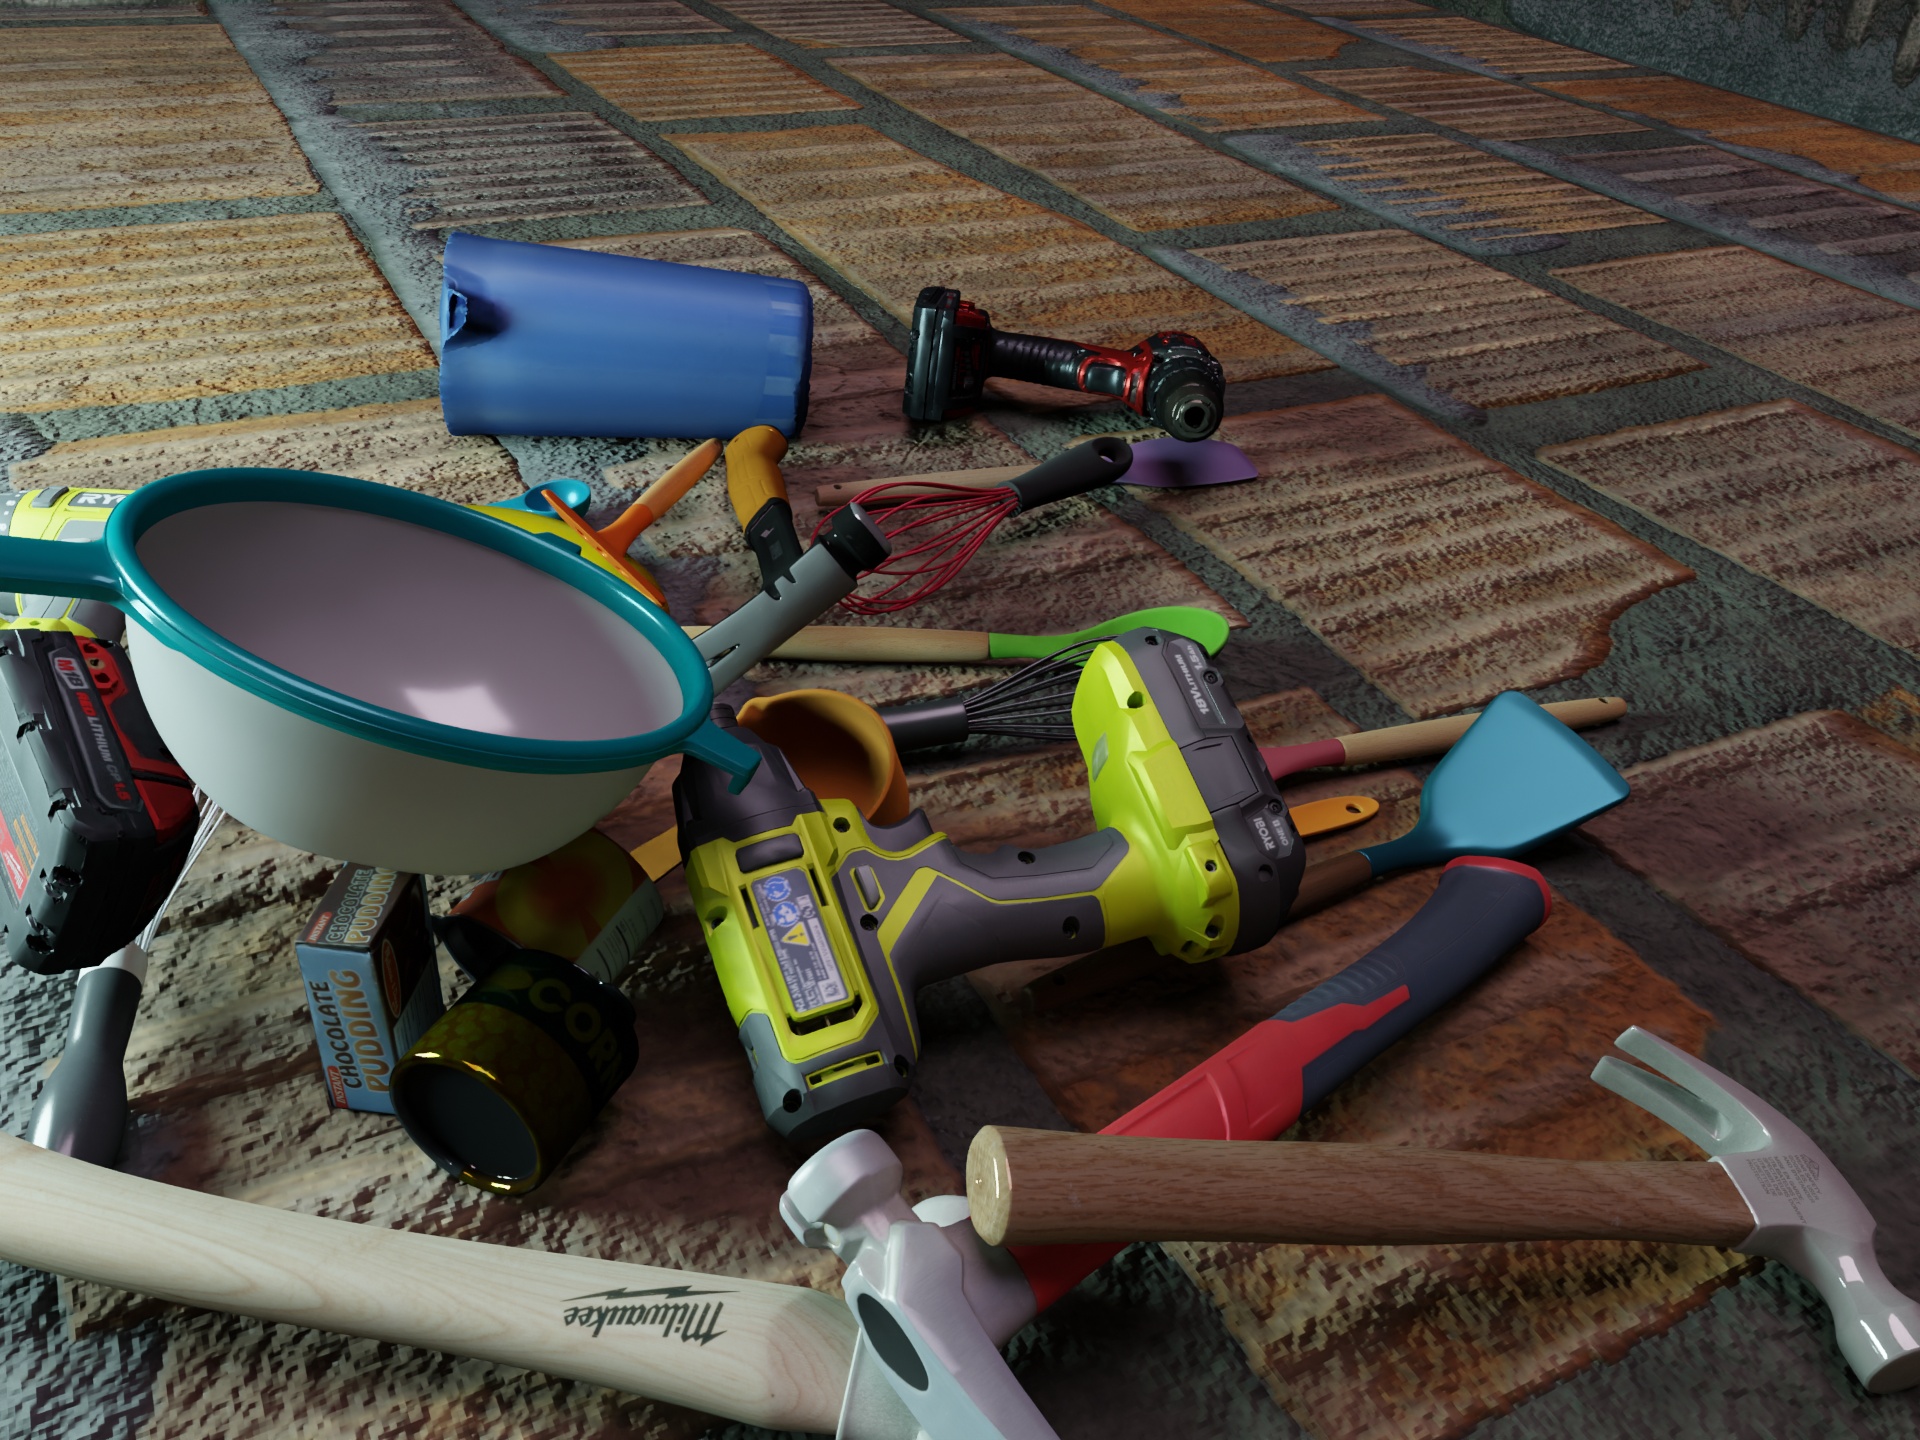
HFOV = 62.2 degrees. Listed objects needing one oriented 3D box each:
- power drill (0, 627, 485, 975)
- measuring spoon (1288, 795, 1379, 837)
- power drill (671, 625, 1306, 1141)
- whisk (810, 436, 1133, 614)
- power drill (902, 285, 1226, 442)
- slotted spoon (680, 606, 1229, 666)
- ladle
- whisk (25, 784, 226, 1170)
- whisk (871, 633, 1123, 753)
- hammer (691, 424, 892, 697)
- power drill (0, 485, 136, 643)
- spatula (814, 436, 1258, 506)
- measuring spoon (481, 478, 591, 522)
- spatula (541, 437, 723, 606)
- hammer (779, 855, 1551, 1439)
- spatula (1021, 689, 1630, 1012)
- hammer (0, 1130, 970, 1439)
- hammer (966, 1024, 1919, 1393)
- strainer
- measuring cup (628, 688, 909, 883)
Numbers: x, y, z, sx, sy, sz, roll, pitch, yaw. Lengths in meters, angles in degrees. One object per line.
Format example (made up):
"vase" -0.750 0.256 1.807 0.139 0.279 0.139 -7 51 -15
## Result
"power drill" -0.267 0.028 0.644 0.219 0.078 0.143 -4 49 -50
"measuring spoon" 0.156 0.054 0.762 0.117 0.011 0.021 -12 36 -29
"power drill" 0.005 0.047 0.629 0.223 0.080 0.171 -16 67 -17
"whisk" 0.017 -0.129 0.971 0.073 0.073 0.296 27 37 30
"power drill" 0.076 -0.243 1.119 0.226 0.080 0.188 7 23 -1
"slotted spoon" -0.011 -0.042 0.871 0.313 0.031 0.070 1 33 -2
"ladle" 0.215 0.011 0.816 0.315 0.031 0.069 -7 38 -20
"whisk" -0.331 0.077 0.635 0.070 0.070 0.285 -5 40 -13
"whisk" -0.001 -0.004 0.797 0.239 0.055 0.055 -10 36 -14
"hammer" -0.116 -0.111 0.901 0.127 0.034 0.337 -38 23 6
"power drill" -0.475 -0.052 0.790 0.190 0.080 0.229 2 31 -4
"spatula" 0.054 -0.165 1.069 0.316 0.018 0.060 -9 44 -20
"measuring spoon" -0.287 -0.118 0.968 0.128 0.021 0.042 -17 39 -14
"spatula" -0.174 -0.131 0.929 0.081 0.041 0.323 44 19 -12
"hammer" 0.125 0.139 0.574 0.386 0.038 0.143 -20 57 -42
"spatula" 0.162 0.065 0.714 0.317 0.044 0.082 -17 49 -27
"hammer" -0.193 0.176 0.484 0.410 0.038 0.146 11 35 2
"hammer" 0.159 0.153 0.518 0.331 0.031 0.130 8 37 -19
"strainer" -0.252 -0.010 0.538 0.340 0.095 0.211 5 27 -41
"measuring cup" -0.101 0.058 0.698 0.173 0.052 0.095 -32 55 -8
